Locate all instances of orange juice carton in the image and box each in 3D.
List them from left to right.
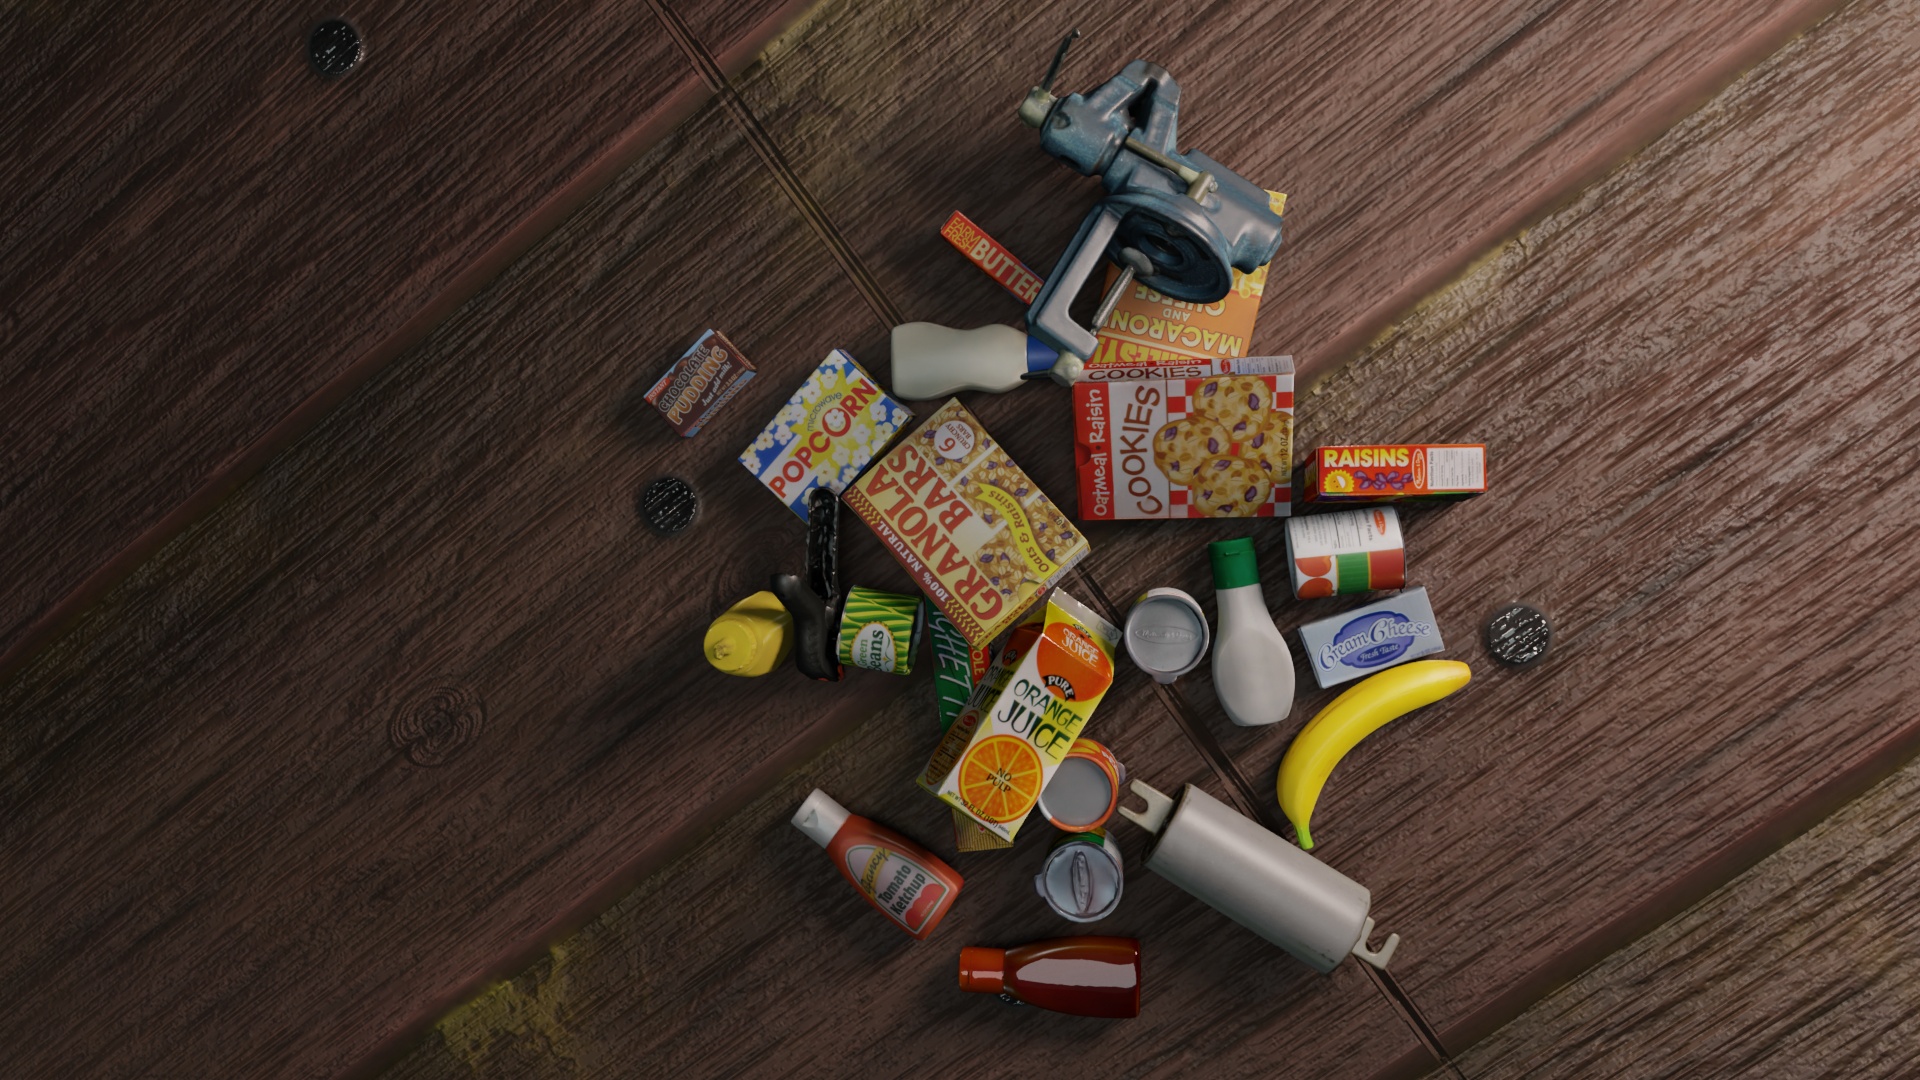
[{"bbox_3d":[0.052,0.135,1.103,0.072,0.073,0.193,36,81,-13],"label":"orange juice carton"}]

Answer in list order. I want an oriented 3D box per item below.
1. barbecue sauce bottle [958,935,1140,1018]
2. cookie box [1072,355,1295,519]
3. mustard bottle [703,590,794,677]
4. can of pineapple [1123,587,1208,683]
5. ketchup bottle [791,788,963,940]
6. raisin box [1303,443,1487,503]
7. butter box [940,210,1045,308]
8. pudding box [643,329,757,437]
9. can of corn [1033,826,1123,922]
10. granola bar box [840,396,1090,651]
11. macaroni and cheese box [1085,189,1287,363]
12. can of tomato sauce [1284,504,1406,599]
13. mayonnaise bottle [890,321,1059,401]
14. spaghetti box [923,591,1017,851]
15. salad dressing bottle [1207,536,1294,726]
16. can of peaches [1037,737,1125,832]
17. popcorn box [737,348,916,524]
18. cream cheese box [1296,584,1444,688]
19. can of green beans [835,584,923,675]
[{"bbox_3d":[0.074,0.358,1.148,0.148,0.044,0.065,0,93,9],"label":"barbecue sauce bottle"},{"bbox_3d":[0.174,-0.078,1.086,0.167,0.040,0.122,-1,120,9],"label":"cookie box"},{"bbox_3d":[-0.170,0.077,1.109,0.049,0.160,0.065,24,95,7],"label":"mustard bottle"},{"bbox_3d":[0.164,0.074,1.113,0.071,0.058,0.071,0,93,8],"label":"can of pineapple"},{"bbox_3d":[-0.073,0.266,1.164,0.149,0.043,0.064,36,97,5],"label":"ketchup bottle"},{"bbox_3d":[0.331,-0.050,1.069,0.123,0.086,0.040,0,88,8],"label":"raisin box"},{"bbox_3d":[0.031,-0.221,1.119,0.103,0.053,0.024,40,96,4],"label":"butter box"},{"bbox_3d":[-0.219,-0.132,1.170,0.083,0.030,0.049,-43,86,8],"label":"pudding box"},{"bbox_3d":[0.098,0.270,1.132,0.071,0.058,0.071,0,94,8],"label":"can of corn"},{"bbox_3d":[0.004,-0.014,1.116,0.124,0.039,0.166,-42,76,-1],"label":"granola bar box"},{"bbox_3d":[0.178,-0.204,1.106,0.124,0.040,0.166,14,95,8],"label":"macaroni and cheese box"},{"bbox_3d":[0.301,0.011,1.088,0.083,0.071,0.071,-7,92,9],"label":"can of tomato sauce"},{"bbox_3d":[0.019,-0.147,1.131,0.148,0.041,0.064,-1,90,7],"label":"mayonnaise bottle"},{"bbox_3d":[0.007,0.131,1.153,0.050,0.029,0.249,-7,92,8],"label":"spaghetti box"},{"bbox_3d":[0.228,0.072,1.112,0.064,0.044,0.147,-9,91,10],"label":"salad dressing bottle"},{"bbox_3d":[0.098,0.198,1.129,0.071,0.058,0.071,0,93,9],"label":"can of peaches"},{"bbox_3d":[-0.111,-0.085,1.153,0.085,0.038,0.126,43,98,4],"label":"popcorn box"},{"bbox_3d":[0.327,0.077,1.107,0.104,0.024,0.053,-20,90,8],"label":"cream cheese box"},{"bbox_3d":[-0.065,0.074,1.141,0.058,0.071,0.071,10,95,7],"label":"can of green beans"}]
